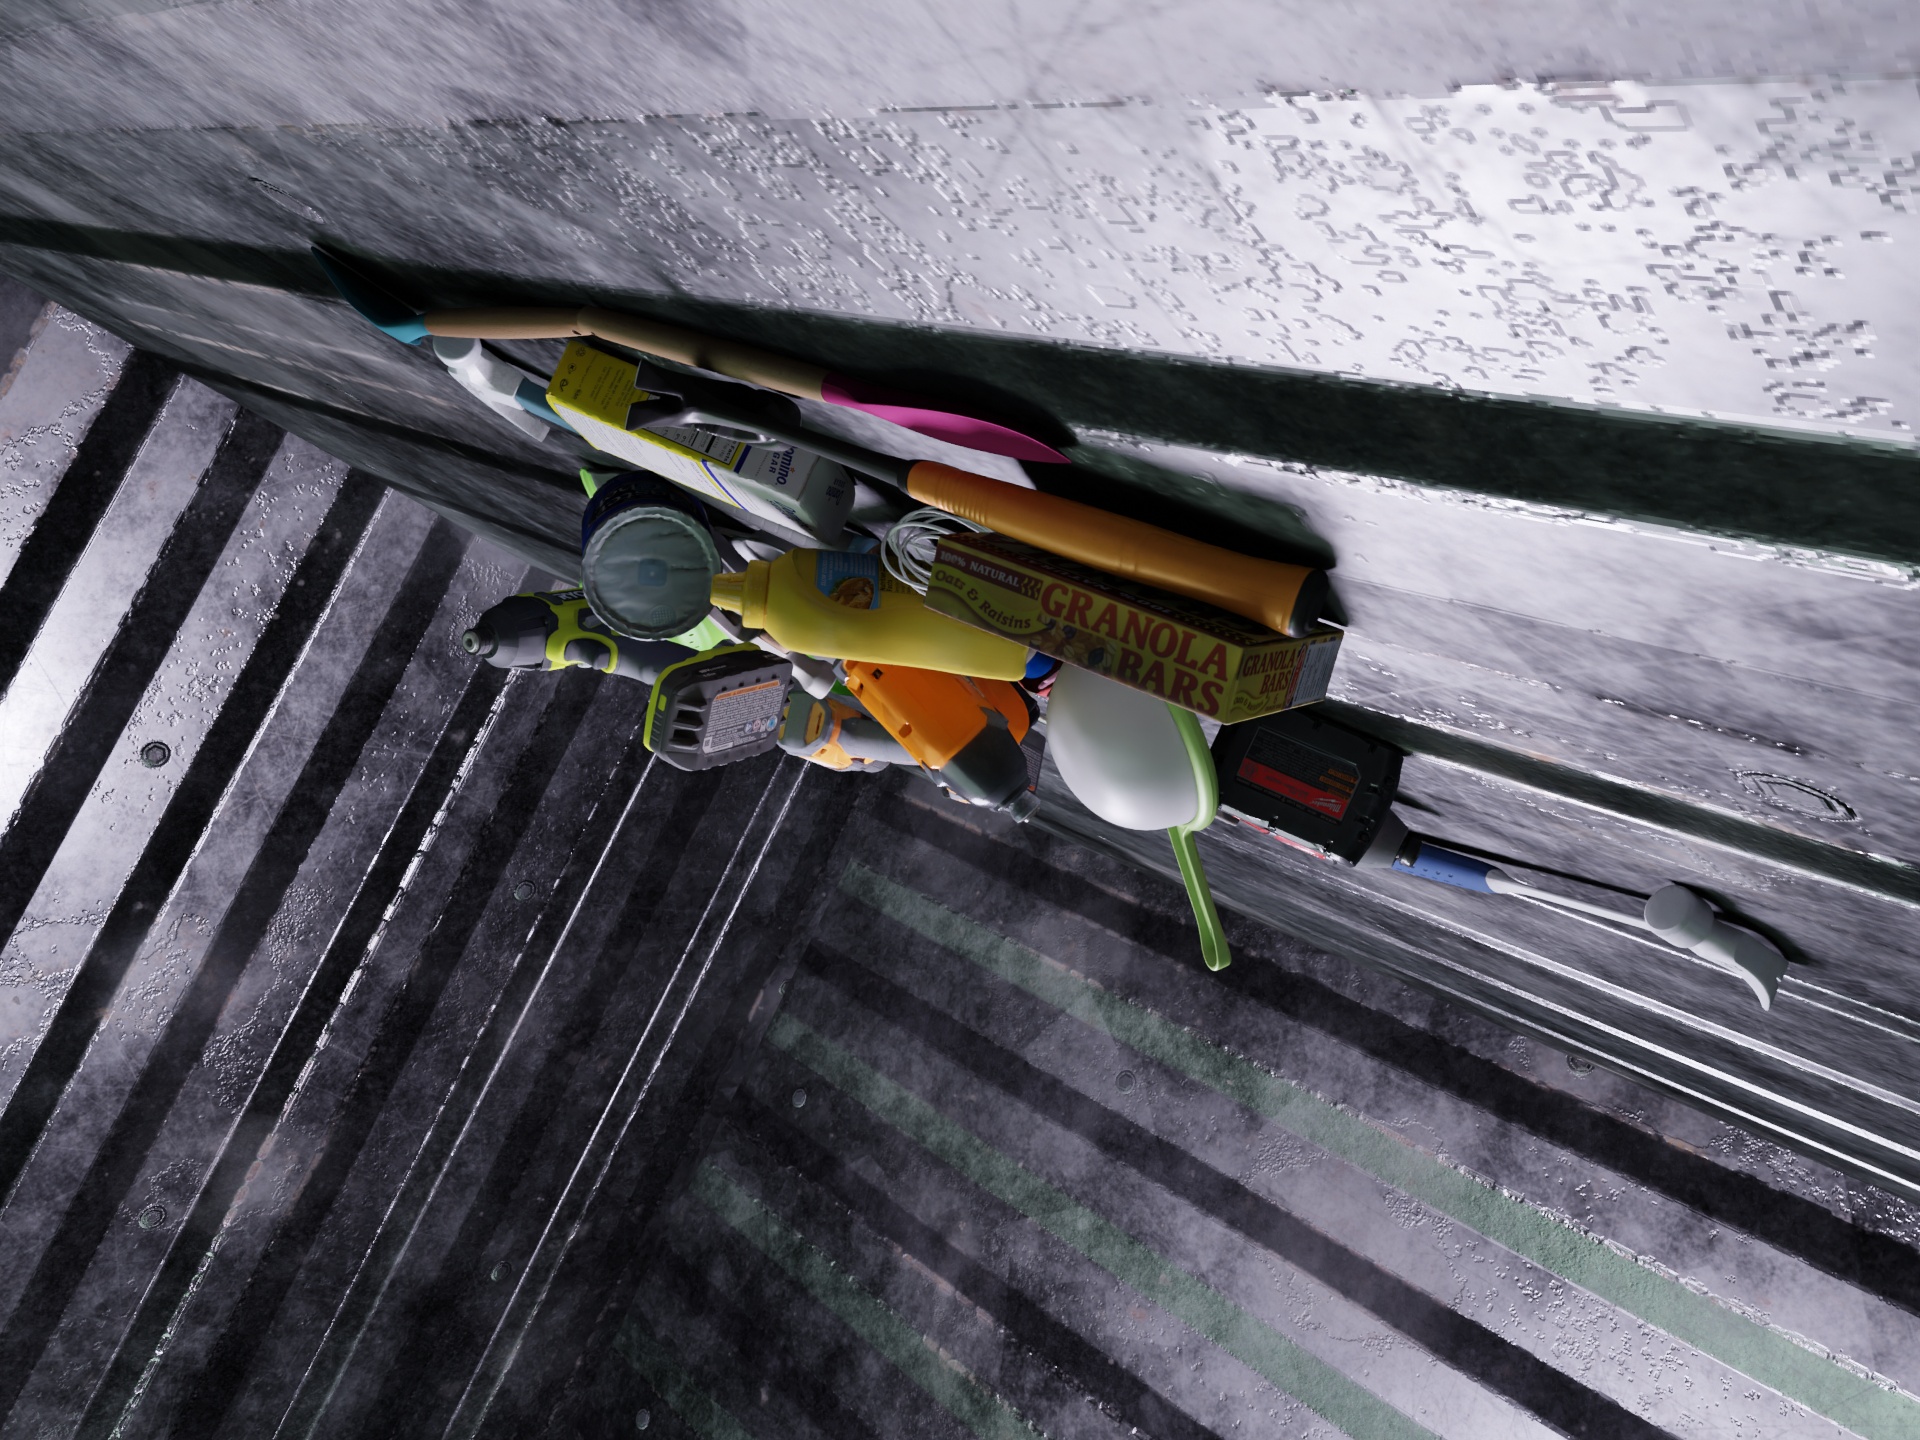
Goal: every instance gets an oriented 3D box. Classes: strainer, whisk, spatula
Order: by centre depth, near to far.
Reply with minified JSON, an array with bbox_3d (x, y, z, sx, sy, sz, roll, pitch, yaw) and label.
[{"bbox_3d":[0.068,-0.066,0.892,0.246,0.059,0.057,20,146,15],"label":"whisk"},{"bbox_3d":[-0.306,-0.254,0.974,0.318,0.044,0.082,15,168,43],"label":"spatula"},{"bbox_3d":[0.111,0.060,1.019,0.152,0.069,0.256,32,144,66],"label":"strainer"},{"bbox_3d":[-0.091,-0.085,1.256,0.258,0.050,0.087,44,161,-31],"label":"strainer"}]

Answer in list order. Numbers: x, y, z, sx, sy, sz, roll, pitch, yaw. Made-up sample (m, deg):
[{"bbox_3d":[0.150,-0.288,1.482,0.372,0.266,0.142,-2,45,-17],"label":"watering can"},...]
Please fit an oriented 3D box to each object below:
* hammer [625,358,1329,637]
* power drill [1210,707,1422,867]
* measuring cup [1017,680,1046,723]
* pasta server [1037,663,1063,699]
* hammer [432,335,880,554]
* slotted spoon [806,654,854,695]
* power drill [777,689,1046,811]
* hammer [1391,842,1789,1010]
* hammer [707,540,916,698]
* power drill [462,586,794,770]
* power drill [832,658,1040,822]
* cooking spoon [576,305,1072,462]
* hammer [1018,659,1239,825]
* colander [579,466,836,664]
[{"bbox_3d":[0.006,-0.105,0.741,0.337,0.034,0.127,21,-167,22],"label":"hammer"},{"bbox_3d":[0.243,0.055,1.082,0.143,0.078,0.219,24,177,19],"label":"power drill"},{"bbox_3d":[0.052,-0.031,1.350,0.083,0.038,0.167,22,175,35],"label":"measuring cup"},{"bbox_3d":[0.124,-0.025,1.057,0.060,0.040,0.316,38,171,-11],"label":"pasta server"},{"bbox_3d":[-0.207,-0.182,1.126,0.331,0.033,0.128,26,174,0],"label":"hammer"},{"bbox_3d":[-0.086,-0.075,1.366,0.070,0.031,0.313,35,163,-5],"label":"slotted spoon"},{"bbox_3d":[-0.040,0.028,1.463,0.226,0.084,0.185,9,172,22],"label":"power drill"},{"bbox_3d":[0.405,0.123,1.162,0.144,0.035,0.406,29,174,-26],"label":"hammer"},{"bbox_3d":[-0.105,-0.082,1.164,0.130,0.031,0.331,32,162,-15],"label":"hammer"},{"bbox_3d":[-0.257,-0.042,1.230,0.223,0.080,0.171,23,-159,26],"label":"power drill"},{"bbox_3d":[-0.002,-0.004,1.114,0.164,0.084,0.226,47,-173,0],"label":"power drill"},{"bbox_3d":[-0.080,-0.166,0.764,0.319,0.017,0.068,22,-176,34],"label":"cooking spoon"},{"bbox_3d":[0.139,0.014,1.363,0.149,0.037,0.358,23,174,27],"label":"hammer"},{"bbox_3d":[-0.203,-0.076,1.389,0.397,0.094,0.204,32,160,18],"label":"colander"}]
